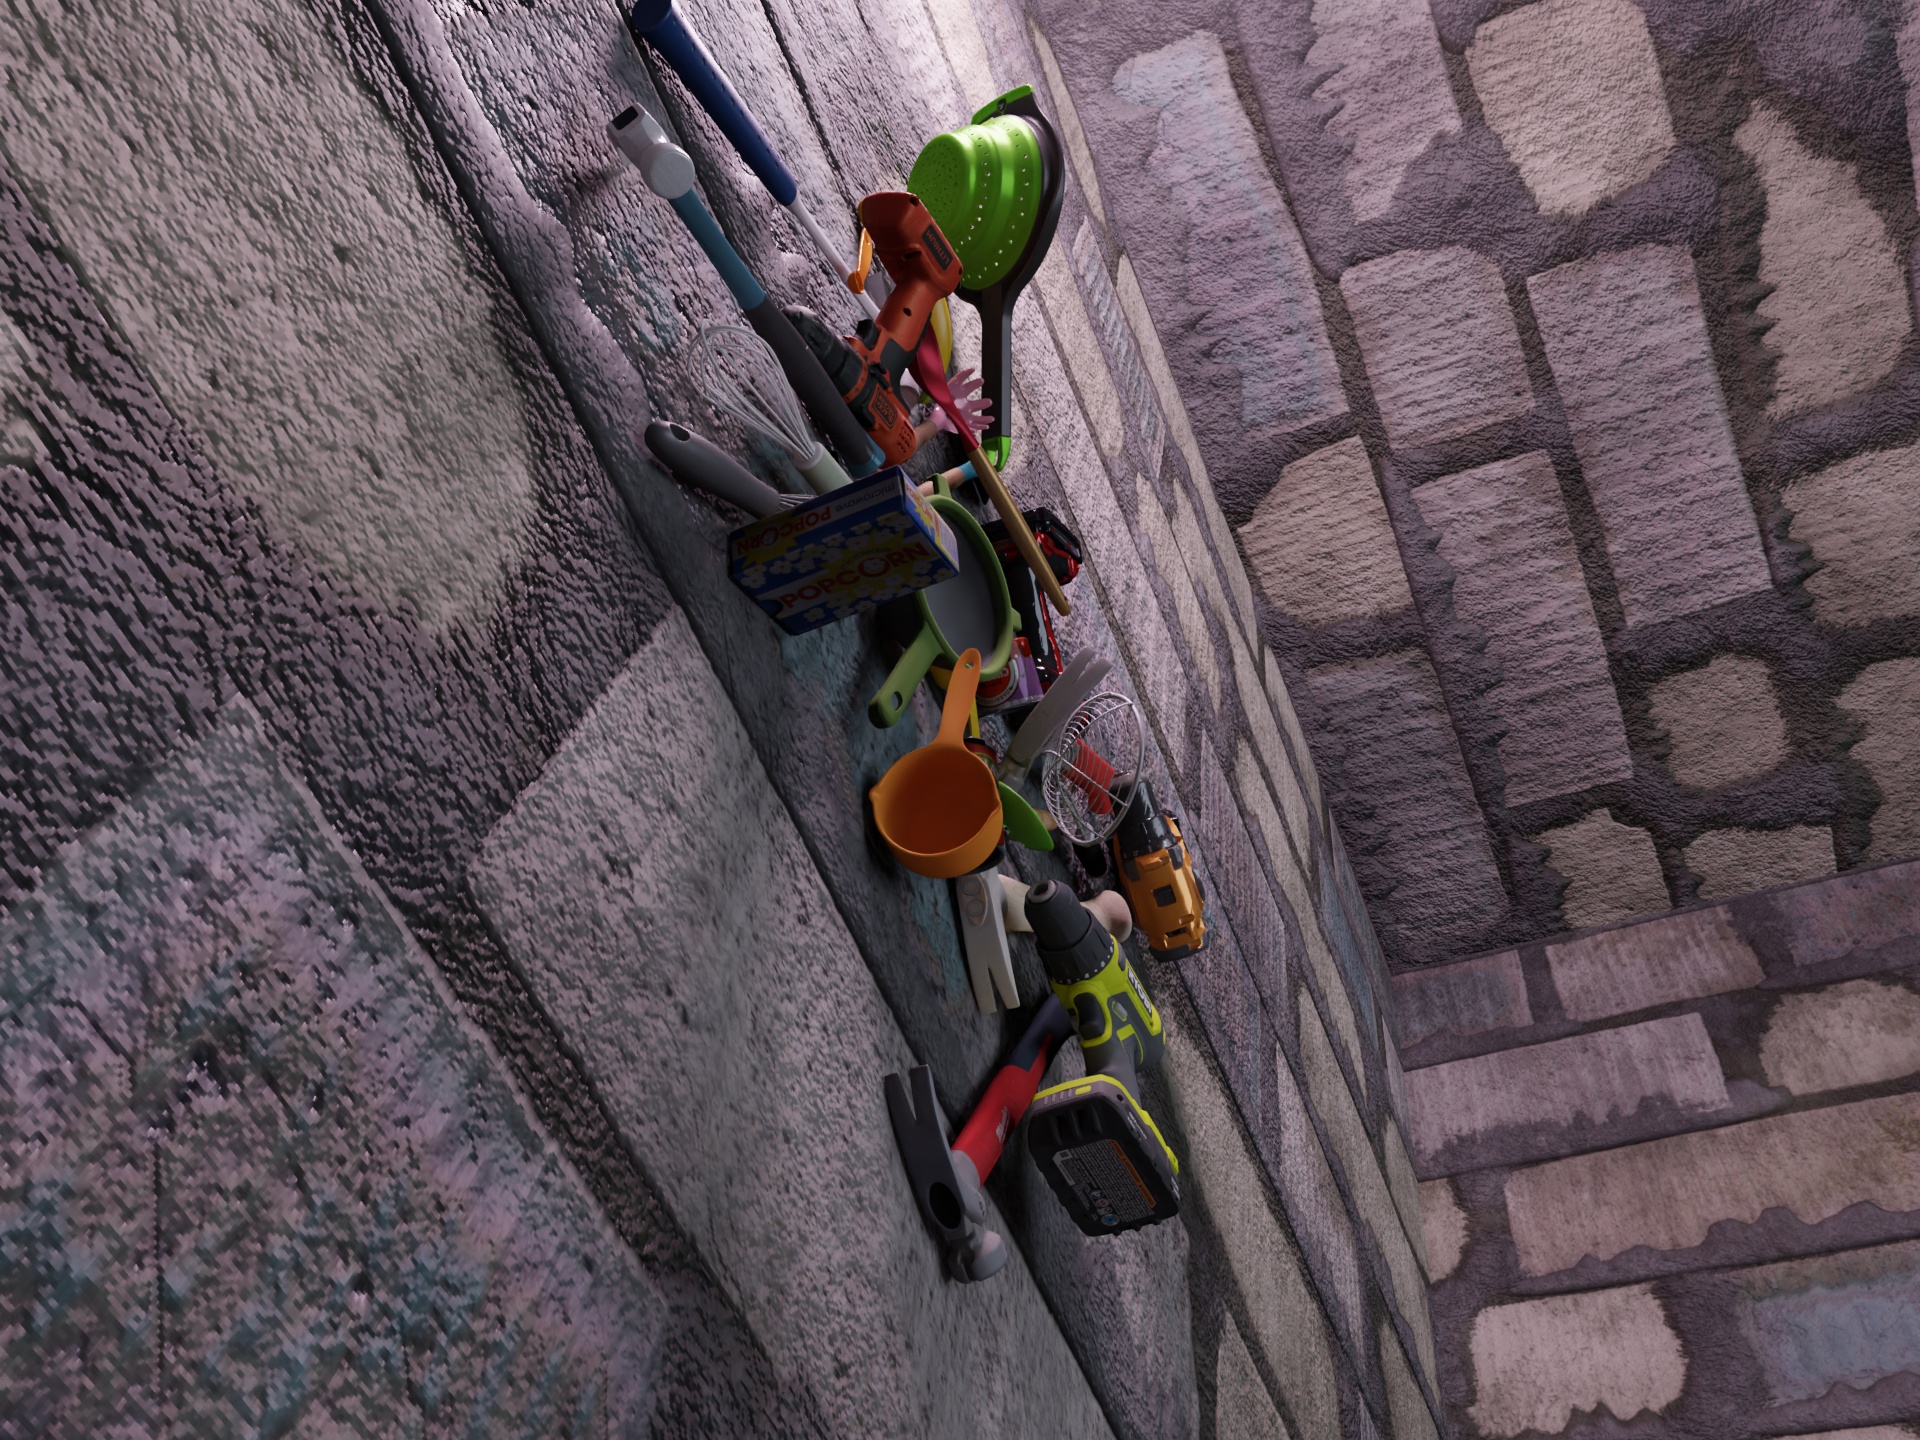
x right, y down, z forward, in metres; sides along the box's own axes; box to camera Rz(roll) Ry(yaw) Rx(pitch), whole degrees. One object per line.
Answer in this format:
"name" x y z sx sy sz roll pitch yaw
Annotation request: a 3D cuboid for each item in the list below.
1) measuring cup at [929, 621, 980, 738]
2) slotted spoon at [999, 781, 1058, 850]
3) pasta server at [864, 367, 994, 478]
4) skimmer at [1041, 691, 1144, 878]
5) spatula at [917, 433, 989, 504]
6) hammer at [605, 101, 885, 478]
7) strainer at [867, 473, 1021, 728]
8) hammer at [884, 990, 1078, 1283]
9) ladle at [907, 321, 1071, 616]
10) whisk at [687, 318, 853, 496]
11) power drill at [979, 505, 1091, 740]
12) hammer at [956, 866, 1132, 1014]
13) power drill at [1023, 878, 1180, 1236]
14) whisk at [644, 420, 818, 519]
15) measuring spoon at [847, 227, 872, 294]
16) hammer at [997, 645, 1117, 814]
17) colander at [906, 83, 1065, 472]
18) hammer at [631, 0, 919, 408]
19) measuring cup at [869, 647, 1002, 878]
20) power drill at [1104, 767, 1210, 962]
"measuring cup" -0.002 -0.004 1.330 0.062 0.029 0.156 -28 113 -70
"slotted spoon" 0.062 0.085 1.344 0.070 0.031 0.313 48 3 9
"pasta server" -0.028 -0.260 1.433 0.060 0.040 0.316 68 21 -16
"skimmer" 0.133 0.085 1.416 0.363 0.090 0.127 63 29 -66
"spatula" -0.020 -0.212 1.450 0.082 0.044 0.317 69 23 -11
"hammer" -0.134 -0.276 1.074 0.128 0.033 0.330 55 2 41
"strainer" -0.039 -0.067 1.212 0.151 0.069 0.256 60 33 -24
"hammer" 0.037 0.255 1.183 0.143 0.038 0.386 70 19 -5
"ladle" 0.025 -0.222 1.421 0.315 0.031 0.069 59 28 -24
"whisk" -0.110 -0.189 1.103 0.246 0.058 0.059 48 23 -49
"power drill" 0.081 -0.083 1.549 0.143 0.078 0.220 31 49 -62
"hammer" 0.085 0.180 1.390 0.410 0.038 0.146 24 53 -67
"power drill" 0.099 0.246 1.192 0.190 0.080 0.229 60 19 -30
"whisk" -0.128 -0.145 1.041 0.238 0.055 0.055 27 49 -59
"measuring spoon" -0.084 -0.382 1.320 0.117 0.011 0.021 -87 160 -52
"hammer" 0.119 0.034 1.508 0.037 0.149 0.358 39 2 19
"colander" 0.008 -0.453 1.622 0.094 0.204 0.397 3 86 -35
"hammer" -0.134 -0.418 1.275 0.405 0.035 0.144 46 33 -54
"measuring cup" -0.005 0.032 1.138 0.052 0.095 0.174 72 27 -55
"power drill" 0.190 0.136 1.592 0.226 0.084 0.185 1 71 -85
